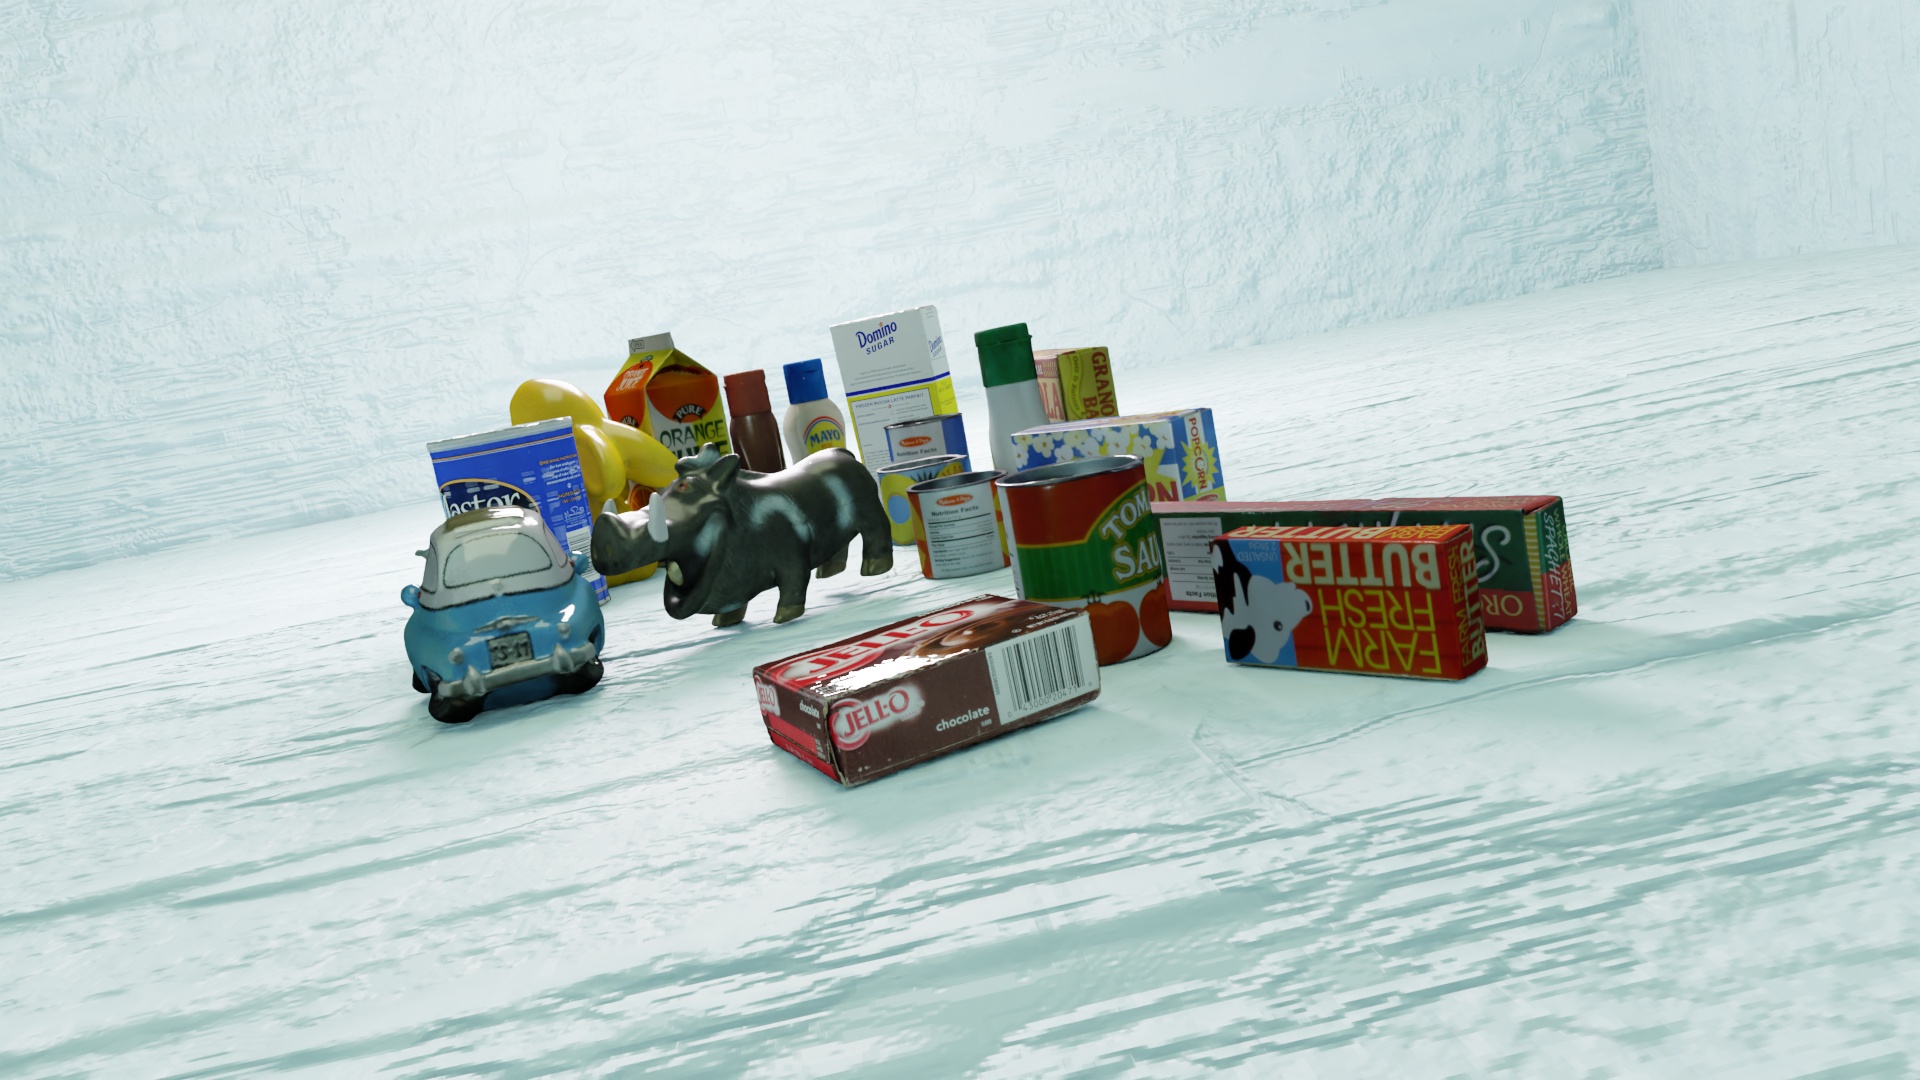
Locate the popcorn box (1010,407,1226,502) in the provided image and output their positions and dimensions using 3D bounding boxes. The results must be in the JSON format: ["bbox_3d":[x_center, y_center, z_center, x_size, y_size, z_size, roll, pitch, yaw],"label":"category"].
[{"bbox_3d":[0.091,-0.028,0.802,0.038,0.085,0.126,-18,11,-41],"label":"popcorn box"}]

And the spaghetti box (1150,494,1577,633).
[{"bbox_3d":[0.148,0.008,0.616,0.029,0.050,0.250,-17,11,-37],"label":"spaghetti box"}]

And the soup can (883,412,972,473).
[{"bbox_3d":[-0.022,-0.060,1.149,0.071,0.083,0.071,-10,8,2],"label":"soup can"}]

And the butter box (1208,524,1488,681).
[{"bbox_3d":[0.143,0.022,0.520,0.024,0.053,0.103,-17,11,-40],"label":"butter box"}]

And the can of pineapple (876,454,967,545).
[{"bbox_3d":[-0.025,-0.031,1.054,0.071,0.057,0.071,-10,8,2],"label":"can of pineapple"}]

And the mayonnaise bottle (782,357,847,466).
[{"bbox_3d":[-0.132,-0.092,1.274,0.065,0.147,0.041,-15,9,-30],"label":"mayonnaise bottle"}]

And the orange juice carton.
[{"bbox_3d":[-0.243,-0.078,1.174,0.073,0.192,0.071,-17,11,-40],"label":"orange juice carton"}]

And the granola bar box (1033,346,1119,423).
[{"bbox_3d":[0.074,-0.074,0.991,0.039,0.124,0.165,-12,8,-9],"label":"granola bar box"}]

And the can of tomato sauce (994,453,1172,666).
[{"bbox_3d":[0.057,0.008,0.614,0.071,0.083,0.071,-10,8,2],"label":"can of tomato sauce"}]

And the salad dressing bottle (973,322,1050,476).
[{"bbox_3d":[0.040,-0.069,0.924,0.044,0.147,0.064,-9,8,14],"label":"salad dressing bottle"}]

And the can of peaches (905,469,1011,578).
[{"bbox_3d":[0.003,-0.011,0.888,0.071,0.058,0.071,-10,8,2],"label":"can of peaches"}]

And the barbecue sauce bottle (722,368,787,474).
[{"bbox_3d":[-0.176,-0.074,1.214,0.044,0.148,0.065,-13,8,-16],"label":"barbecue sauce bottle"}]
